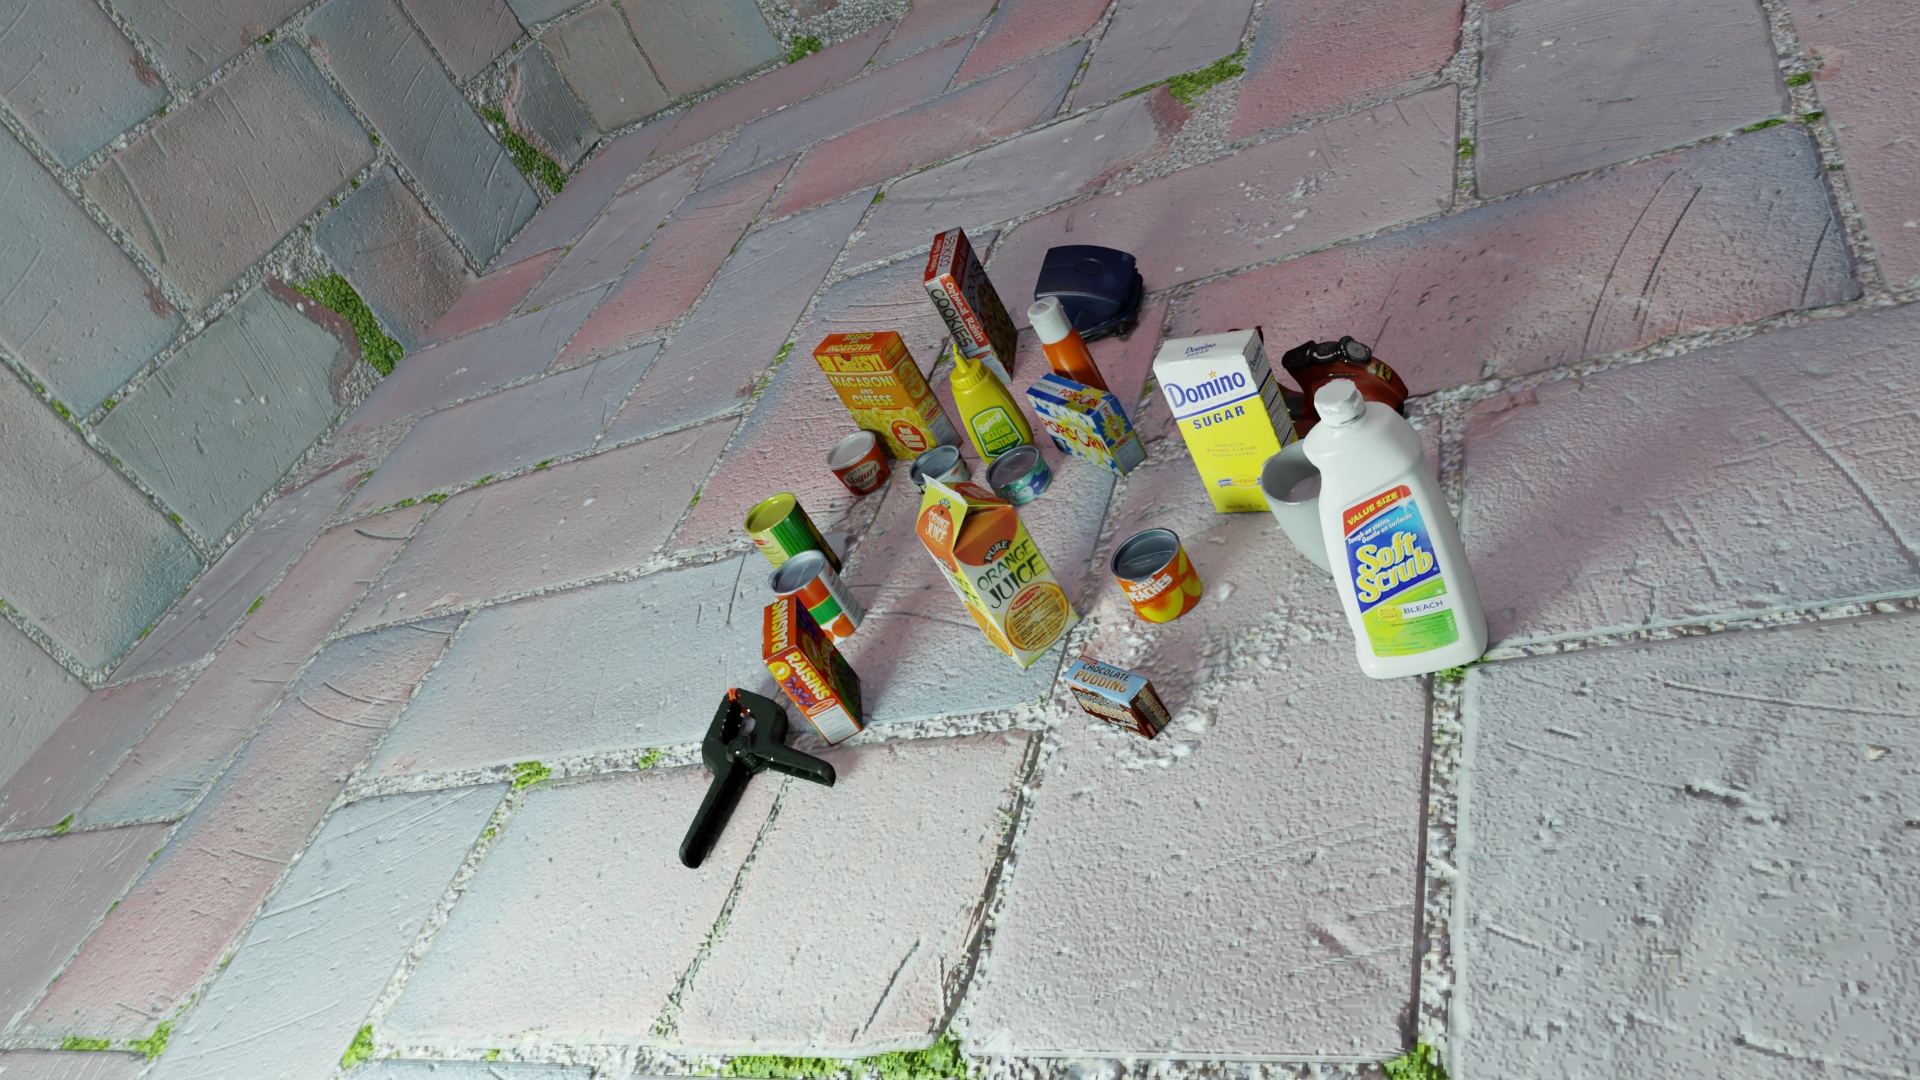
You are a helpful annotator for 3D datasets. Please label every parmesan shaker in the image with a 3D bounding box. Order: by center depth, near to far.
[{"bbox_3d":[-0.187,0.005,1.548,0.071,0.102,0.072,-22,33,16],"label":"parmesan shaker"}]

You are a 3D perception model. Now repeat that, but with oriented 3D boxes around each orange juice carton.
[{"bbox_3d":[0.026,0.018,1.262,0.073,0.192,0.072,-40,32,-11],"label":"orange juice carton"}]

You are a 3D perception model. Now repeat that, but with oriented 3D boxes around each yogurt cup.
[{"bbox_3d":[-0.121,-0.091,1.669,0.072,0.053,0.073,-22,33,16],"label":"yogurt cup"}]

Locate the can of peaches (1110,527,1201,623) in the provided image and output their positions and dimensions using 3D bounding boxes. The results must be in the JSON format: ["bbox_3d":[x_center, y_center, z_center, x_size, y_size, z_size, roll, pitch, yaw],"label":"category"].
[{"bbox_3d":[0.175,0.033,1.241,0.071,0.058,0.071,-22,33,16],"label":"can of peaches"}]

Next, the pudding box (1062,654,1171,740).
[{"bbox_3d":[0.130,0.130,1.157,0.030,0.049,0.084,-45,34,-20],"label":"pudding box"}]

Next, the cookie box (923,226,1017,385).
[{"bbox_3d":[0.014,-0.286,1.711,0.040,0.167,0.123,-19,34,21],"label":"cookie box"}]

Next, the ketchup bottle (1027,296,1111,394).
[{"bbox_3d":[0.120,-0.196,1.516,0.043,0.148,0.065,-36,32,-6],"label":"ketchup bottle"}]

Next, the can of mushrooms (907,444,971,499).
[{"bbox_3d":[-0.024,-0.077,1.586,0.071,0.033,0.071,-22,33,16],"label":"can of mushrooms"}]

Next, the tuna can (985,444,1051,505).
[{"bbox_3d":[0.062,-0.068,1.501,0.071,0.032,0.071,-22,33,16],"label":"tuna can"}]

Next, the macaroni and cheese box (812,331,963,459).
[{"bbox_3d":[-0.086,-0.168,1.638,0.123,0.166,0.040,5,48,45],"label":"macaroni and cheese box"}]

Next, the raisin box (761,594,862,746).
[{"bbox_3d":[-0.142,0.124,1.328,0.040,0.123,0.086,-26,32,10],"label":"raisin box"}]

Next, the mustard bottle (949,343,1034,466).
[{"bbox_3d":[0.026,-0.148,1.520,0.065,0.159,0.049,-25,32,12],"label":"mustard bottle"}]

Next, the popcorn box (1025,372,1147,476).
[{"bbox_3d":[0.131,-0.124,1.468,0.038,0.085,0.127,-41,33,-13],"label":"popcorn box"}]

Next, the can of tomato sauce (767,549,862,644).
[{"bbox_3d":[-0.152,0.062,1.459,0.071,0.082,0.071,-22,33,16],"label":"can of tomato sauce"}]

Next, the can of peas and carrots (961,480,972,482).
[{"bbox_3d":[0.005,-0.018,1.457,0.071,0.058,0.071,-22,33,16],"label":"can of peas and carrots"}]
